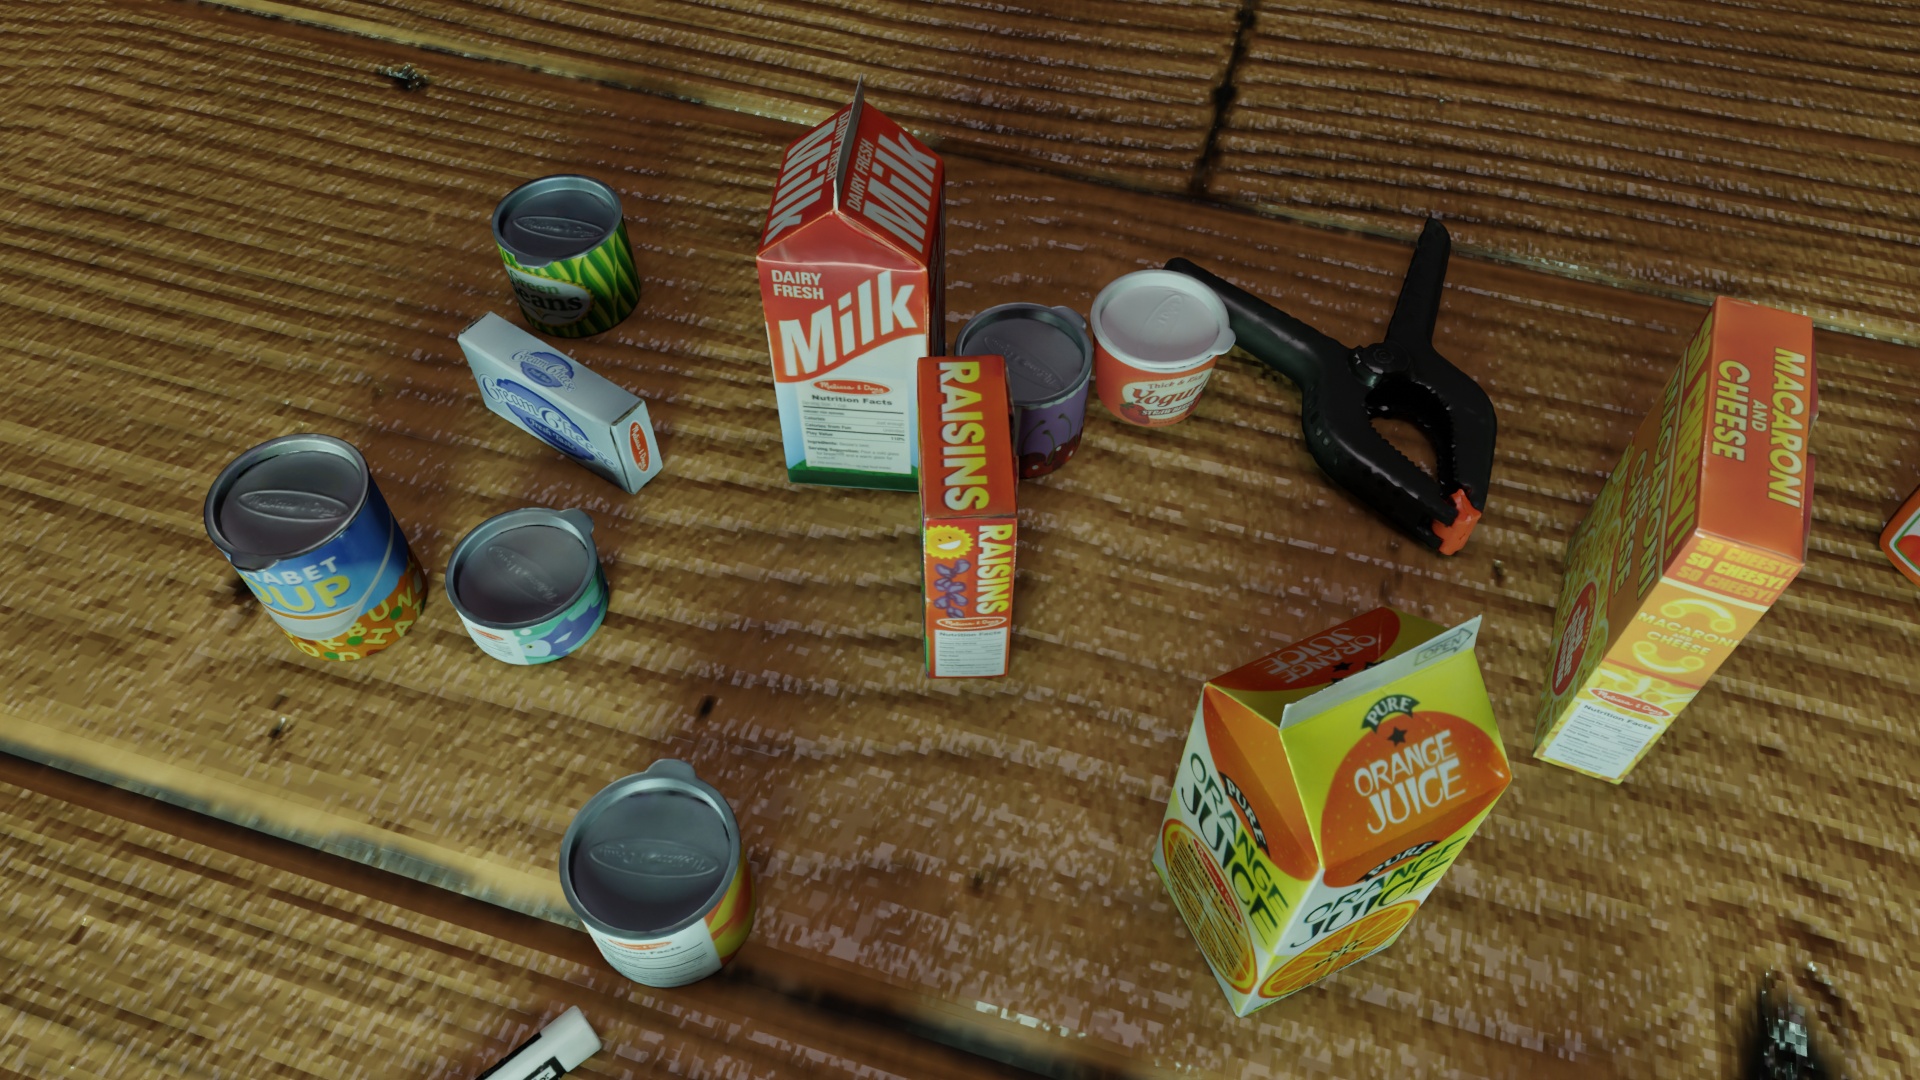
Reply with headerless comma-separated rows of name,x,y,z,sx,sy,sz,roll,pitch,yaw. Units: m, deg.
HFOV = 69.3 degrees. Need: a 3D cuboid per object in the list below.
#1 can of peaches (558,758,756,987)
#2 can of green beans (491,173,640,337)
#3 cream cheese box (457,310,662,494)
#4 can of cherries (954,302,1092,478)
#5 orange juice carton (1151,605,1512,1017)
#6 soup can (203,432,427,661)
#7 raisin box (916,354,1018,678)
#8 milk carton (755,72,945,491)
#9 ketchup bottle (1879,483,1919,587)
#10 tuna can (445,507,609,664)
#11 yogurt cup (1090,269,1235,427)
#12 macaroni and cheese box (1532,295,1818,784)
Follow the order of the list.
can of peaches,-0.113,0.128,0.533,0.071,0.057,0.071,0,54,0
can of green beans,-0.207,-0.150,0.735,0.071,0.057,0.071,0,54,0
cream cheese box,-0.195,-0.067,0.677,0.104,0.053,0.024,30,59,19
can of cherries,0.032,-0.074,0.681,0.071,0.058,0.072,0,54,0
orange juice carton,0.123,0.090,0.480,0.072,0.191,0.073,-20,57,-14
soup can,-0.279,0.007,0.604,0.071,0.083,0.072,0,54,0
raisin box,0.002,-0.007,0.593,0.040,0.122,0.086,-2,54,-1
milk carton,-0.045,-0.109,0.625,0.073,0.189,0.073,4,54,3
ketchup bottle,0.465,-0.029,0.596,0.044,0.148,0.065,-33,61,-21
tuna can,-0.192,0.019,0.628,0.071,0.032,0.071,0,54,0
yogurt cup,0.098,-0.094,0.699,0.072,0.053,0.073,0,54,0
macaroni and cheese box,0.285,0.004,0.560,0.040,0.165,0.124,18,56,12
